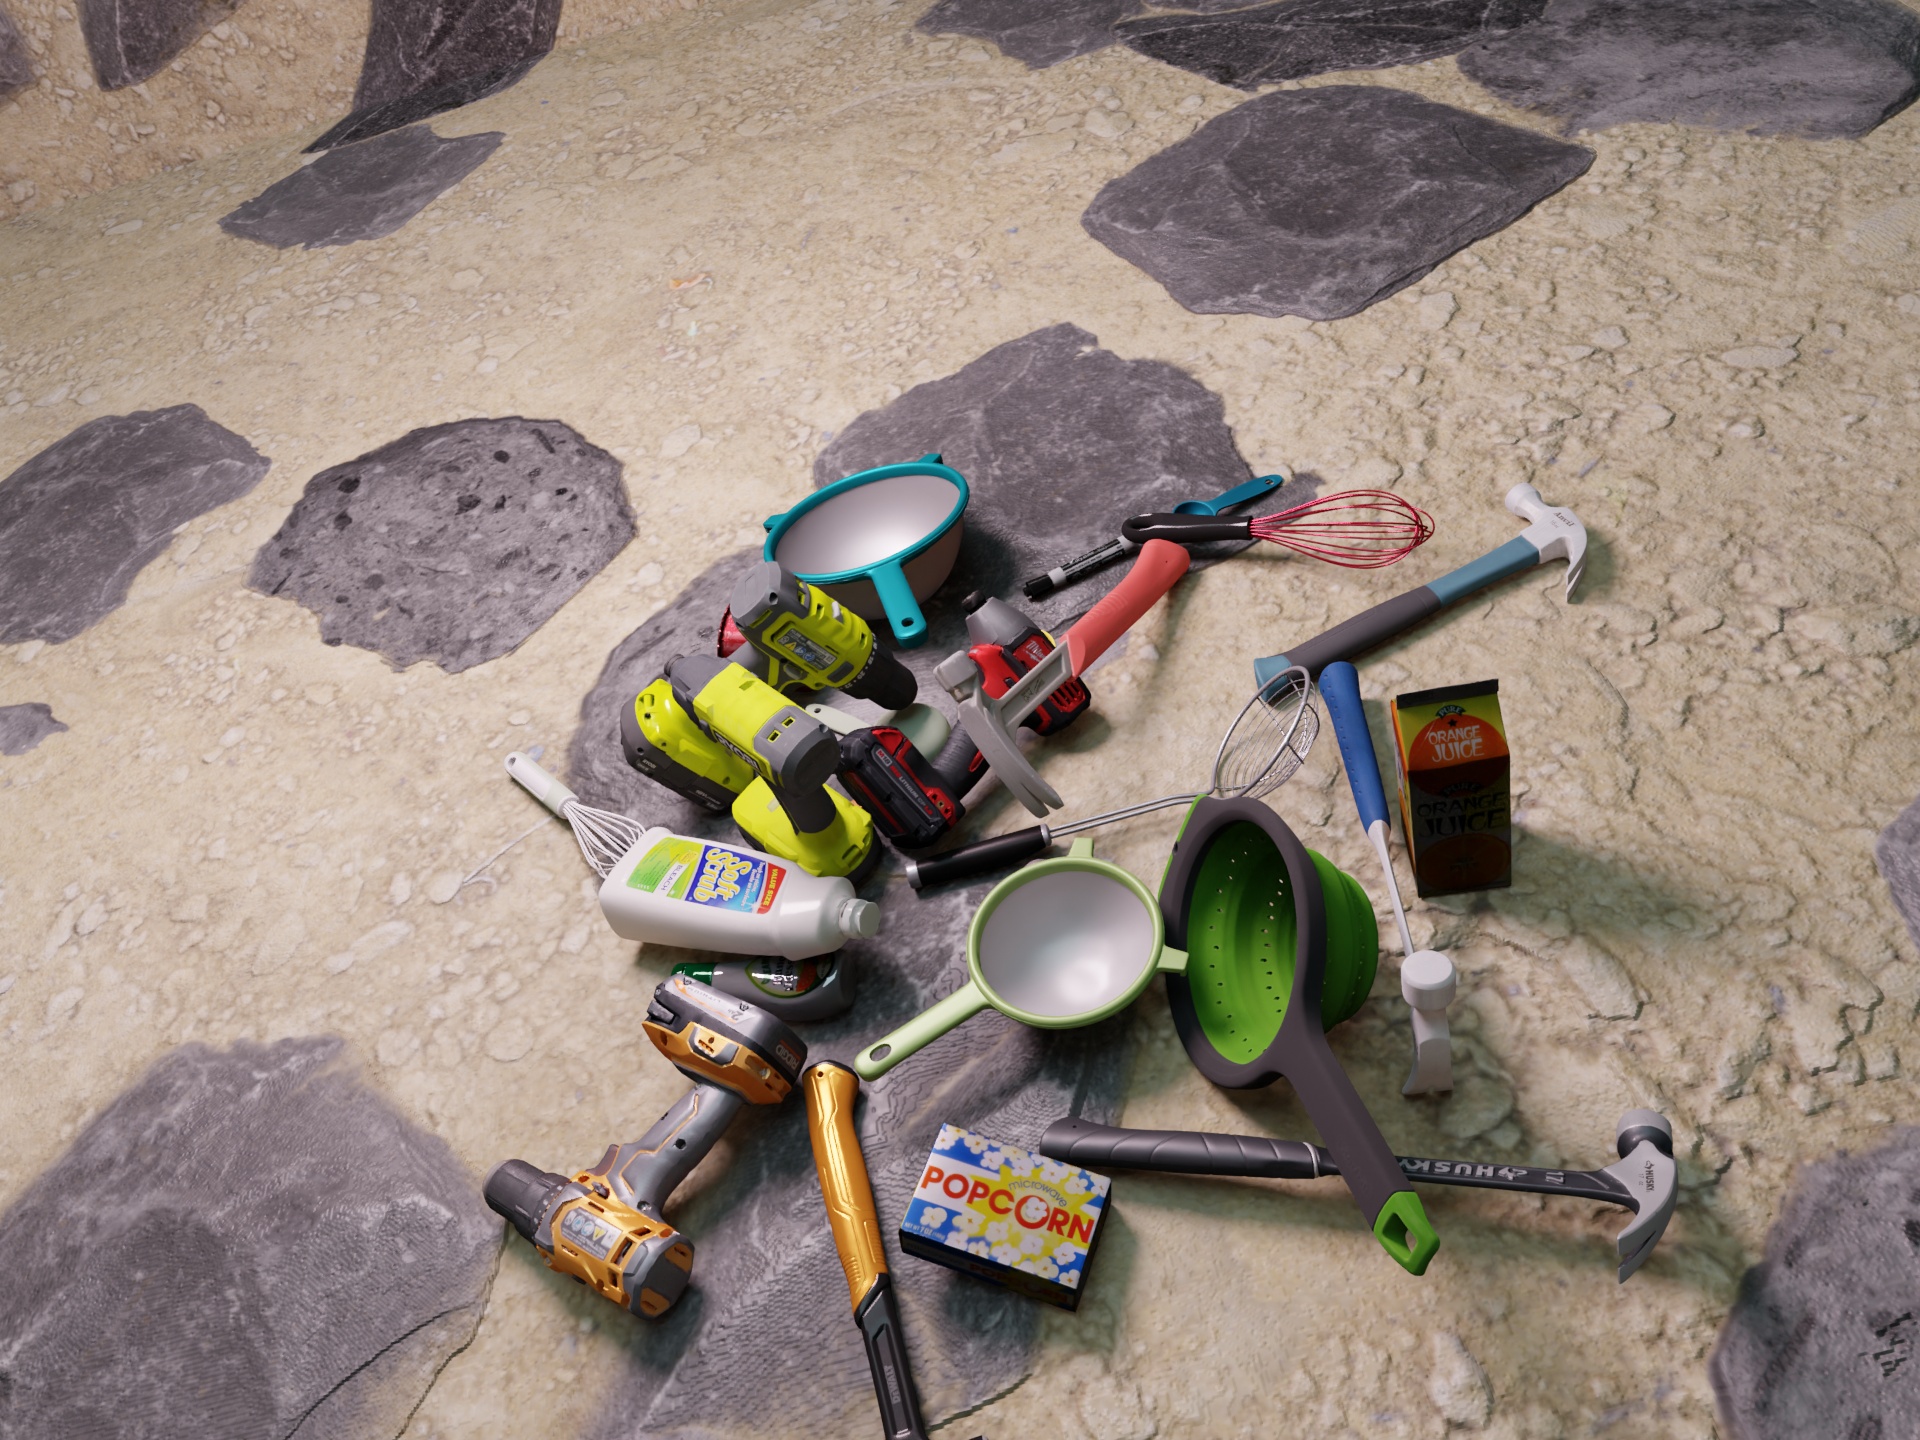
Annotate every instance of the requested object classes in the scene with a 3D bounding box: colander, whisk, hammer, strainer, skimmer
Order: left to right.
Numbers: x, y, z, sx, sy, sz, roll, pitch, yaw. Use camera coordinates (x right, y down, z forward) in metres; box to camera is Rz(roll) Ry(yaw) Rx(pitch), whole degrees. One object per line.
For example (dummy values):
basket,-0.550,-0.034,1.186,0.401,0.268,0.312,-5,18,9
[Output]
whisk,-0.358,0.083,1.467,0.247,0.059,0.058,29,90,42
hammer,-0.073,0.381,1.098,0.127,0.034,0.337,-19,45,-1
strainer,-0.066,-0.129,1.512,0.211,0.095,0.341,-22,34,-1
strainer,0.039,0.208,1.199,0.256,0.069,0.152,-31,48,-10
hammer,0.116,-0.063,1.384,0.036,0.149,0.359,-32,6,43
skimmer,0.120,0.051,1.306,0.363,0.090,0.127,-17,18,5
whisk,0.287,-0.178,1.469,0.296,0.073,0.073,4,49,28
colander,0.249,0.203,1.067,0.094,0.204,0.398,6,30,-19
hammer,0.248,0.294,1.044,0.409,0.036,0.149,-2,16,23
hammer,0.316,0.097,1.197,0.035,0.143,0.406,-8,37,8
hammer,0.402,-0.103,1.399,0.331,0.033,0.128,-26,44,-7

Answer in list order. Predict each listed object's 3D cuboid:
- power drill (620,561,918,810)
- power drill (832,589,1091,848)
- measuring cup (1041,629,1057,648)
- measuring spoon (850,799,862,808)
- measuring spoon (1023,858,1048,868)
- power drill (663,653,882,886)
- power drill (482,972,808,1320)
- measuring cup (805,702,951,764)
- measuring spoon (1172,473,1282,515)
power drill,-0.169,-0.020,1.400,0.228,0.190,0.080,-37,40,24
power drill,-0.002,-0.004,1.367,0.220,0.143,0.078,-42,8,-21
measuring cup,0.039,-0.014,1.448,0.062,0.029,0.156,20,69,32
measuring spoon,-0.118,0.100,1.397,0.117,0.011,0.021,-41,57,-16
measuring spoon,0.099,0.141,1.278,0.124,0.018,0.034,24,59,33
power drill,-0.154,0.040,1.300,0.171,0.223,0.080,33,68,30
power drill,-0.240,0.306,1.188,0.185,0.084,0.226,16,63,32
measuring cup,-0.081,0.004,1.452,0.168,0.038,0.083,21,57,30
measuring spoon,0.264,-0.211,1.562,0.128,0.021,0.042,-25,52,-19
